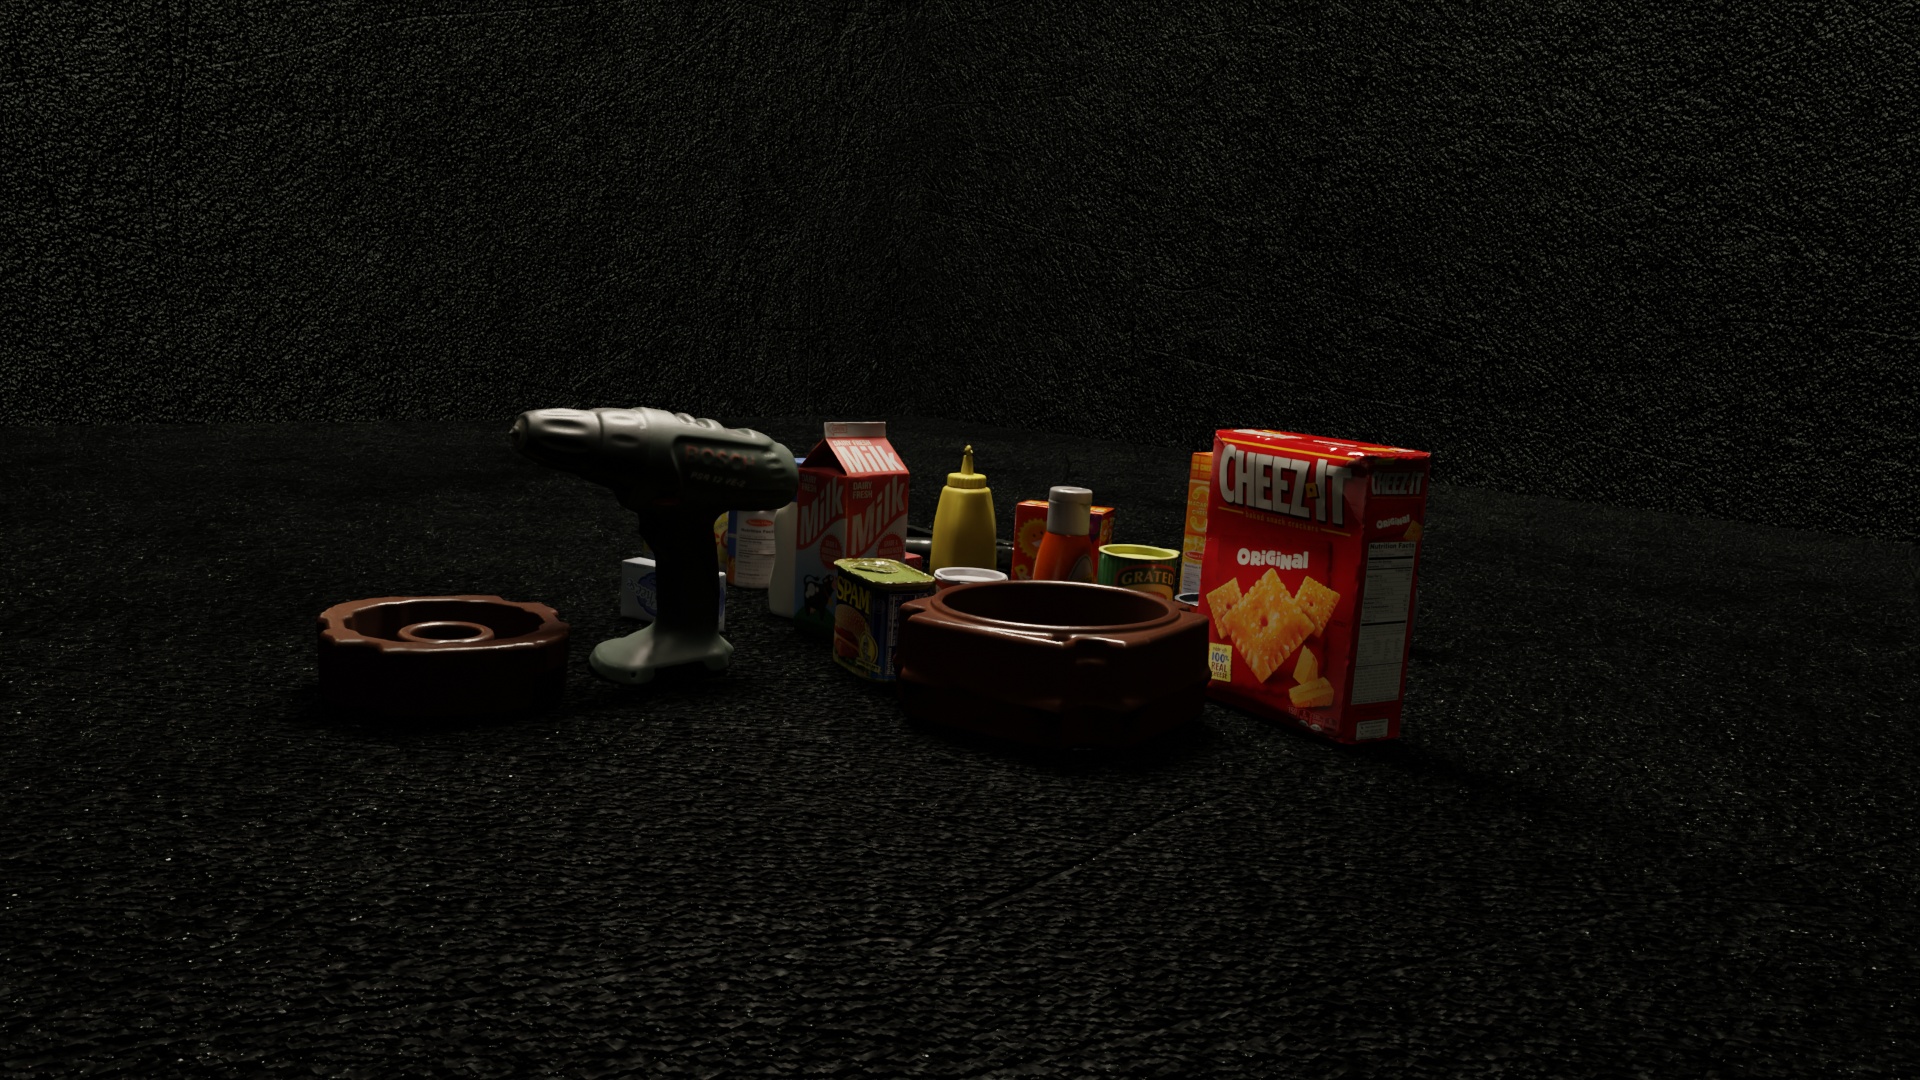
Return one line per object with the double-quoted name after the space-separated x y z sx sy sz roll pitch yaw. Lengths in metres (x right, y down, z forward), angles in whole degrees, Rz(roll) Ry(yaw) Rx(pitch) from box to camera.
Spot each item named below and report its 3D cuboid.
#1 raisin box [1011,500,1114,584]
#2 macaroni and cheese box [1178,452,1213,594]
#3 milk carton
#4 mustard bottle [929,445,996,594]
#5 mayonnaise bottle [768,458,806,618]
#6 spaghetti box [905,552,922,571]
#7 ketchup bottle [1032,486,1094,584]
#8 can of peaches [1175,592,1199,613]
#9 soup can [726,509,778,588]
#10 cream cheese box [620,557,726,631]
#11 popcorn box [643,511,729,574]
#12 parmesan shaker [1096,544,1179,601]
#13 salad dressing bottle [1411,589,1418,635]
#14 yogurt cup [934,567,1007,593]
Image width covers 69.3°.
0.093 0.029 1.278 0.086 0.123 0.040 7 9 22 "raisin box"
0.281 -0.011 1.460 0.040 0.166 0.124 10 11 38 "macaroni and cheese box"
-0.097 -0.010 1.235 0.072 0.190 0.073 -5 12 -44 "milk carton"
0.005 -0.018 1.417 0.065 0.160 0.049 -2 10 -31 "mustard bottle"
-0.145 -0.002 1.297 0.065 0.147 0.041 8 10 28 "mayonnaise bottle"
-0.138 0.021 1.465 0.250 0.050 0.029 12 12 43 "spaghetti box"
0.089 0.029 1.193 0.043 0.148 0.065 11 11 40 "ketchup bottle"
0.219 0.080 1.211 0.071 0.058 0.071 3 9 0 "can of peaches"
-0.210 0.003 1.446 0.071 0.083 0.071 3 9 0 "soup can"
-0.256 0.049 1.237 0.104 0.053 0.024 8 10 28 "cream cheese box"
-0.269 -0.003 1.458 0.127 0.085 0.038 -5 12 -44 "popcorn box"
0.148 0.059 1.171 0.071 0.103 0.071 3 9 0 "parmesan shaker"
0.403 0.030 1.312 0.064 0.147 0.044 3 8 -2 "salad dressing bottle"
0.008 0.057 1.289 0.072 0.054 0.072 3 9 0 "yogurt cup"
